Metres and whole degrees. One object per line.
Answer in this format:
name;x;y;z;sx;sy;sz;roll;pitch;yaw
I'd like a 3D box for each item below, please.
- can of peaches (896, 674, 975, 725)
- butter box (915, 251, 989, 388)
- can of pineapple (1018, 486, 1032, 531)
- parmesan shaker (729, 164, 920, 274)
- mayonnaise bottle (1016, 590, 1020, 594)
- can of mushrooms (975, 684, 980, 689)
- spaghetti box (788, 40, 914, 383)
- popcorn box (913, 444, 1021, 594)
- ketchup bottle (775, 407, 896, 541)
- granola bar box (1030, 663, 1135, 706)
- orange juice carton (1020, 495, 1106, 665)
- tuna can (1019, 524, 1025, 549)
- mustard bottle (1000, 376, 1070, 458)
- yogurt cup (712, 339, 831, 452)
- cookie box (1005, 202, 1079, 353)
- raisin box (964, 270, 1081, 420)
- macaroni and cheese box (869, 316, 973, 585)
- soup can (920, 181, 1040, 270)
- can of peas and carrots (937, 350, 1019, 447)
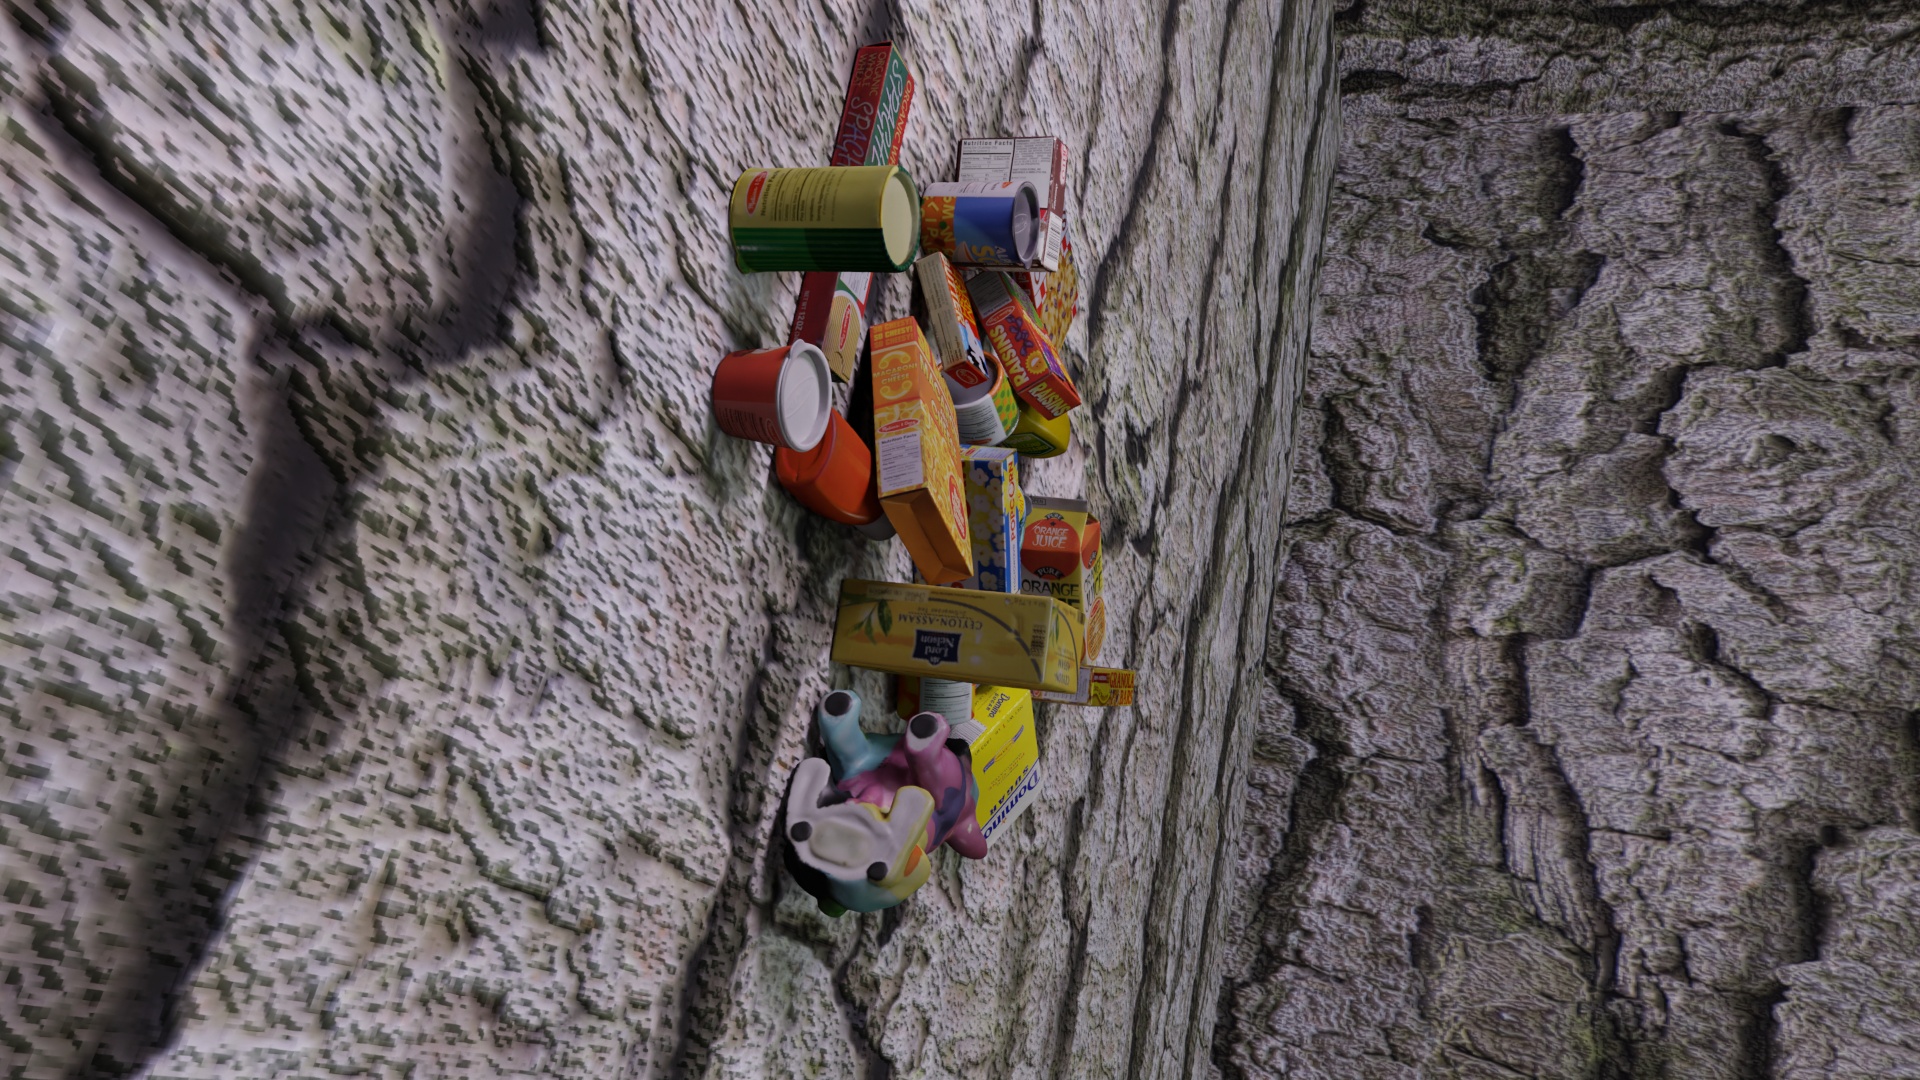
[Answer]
can of peaches;-0.020;0.118;1.160;0.071;0.071;0.058;-19;112;-67
butter box;-0.006;-0.180;1.135;0.053;0.024;0.104;29;44;-66
can of pineapple;0.020;-0.025;1.225;0.058;0.071;0.070;-29;122;-65
parmesan shaker;-0.084;-0.199;0.873;0.071;0.103;0.071;4;91;-69
mayonnaise bottle;0.027;0.057;1.233;0.041;0.064;0.149;34;30;-29
can of mushrooms;0.007;0.144;1.278;0.071;0.033;0.071;3;91;-69
spaghetti box;-0.075;-0.235;0.990;0.050;0.028;0.250;44;54;-64
popcorn box;0.004;-0.015;1.164;0.038;0.085;0.126;-39;130;-61
ketchup bottle;-0.082;-0.041;0.995;0.148;0.043;0.065;48;49;-62
granola bar box;0.092;0.139;1.370;0.165;0.124;0.039;16;80;-68
orange juice carton;0.105;0.040;1.455;0.073;0.072;0.191;-52;142;-55
tuna can;0.036;-0.011;1.319;0.071;0.033;0.071;3;91;-69
mustard bottle;0.051;-0.119;1.300;0.160;0.065;0.049;28;61;-60
yogurt cup;-0.119;-0.091;0.874;0.072;0.054;0.072;4;91;-69
cookie box;0.072;-0.264;1.351;0.166;0.040;0.123;76;28;-42
raisin box;0.056;-0.176;1.239;0.124;0.040;0.086;66;15;22
macaroni and cheese box;-0.029;-0.068;1.056;0.123;0.040;0.167;64;17;-53
soup can;0.016;-0.259;1.145;0.071;0.084;0.071;4;91;-69
can of peas and carrots;0.011;-0.123;1.189;0.058;0.071;0.071;64;37;-52
